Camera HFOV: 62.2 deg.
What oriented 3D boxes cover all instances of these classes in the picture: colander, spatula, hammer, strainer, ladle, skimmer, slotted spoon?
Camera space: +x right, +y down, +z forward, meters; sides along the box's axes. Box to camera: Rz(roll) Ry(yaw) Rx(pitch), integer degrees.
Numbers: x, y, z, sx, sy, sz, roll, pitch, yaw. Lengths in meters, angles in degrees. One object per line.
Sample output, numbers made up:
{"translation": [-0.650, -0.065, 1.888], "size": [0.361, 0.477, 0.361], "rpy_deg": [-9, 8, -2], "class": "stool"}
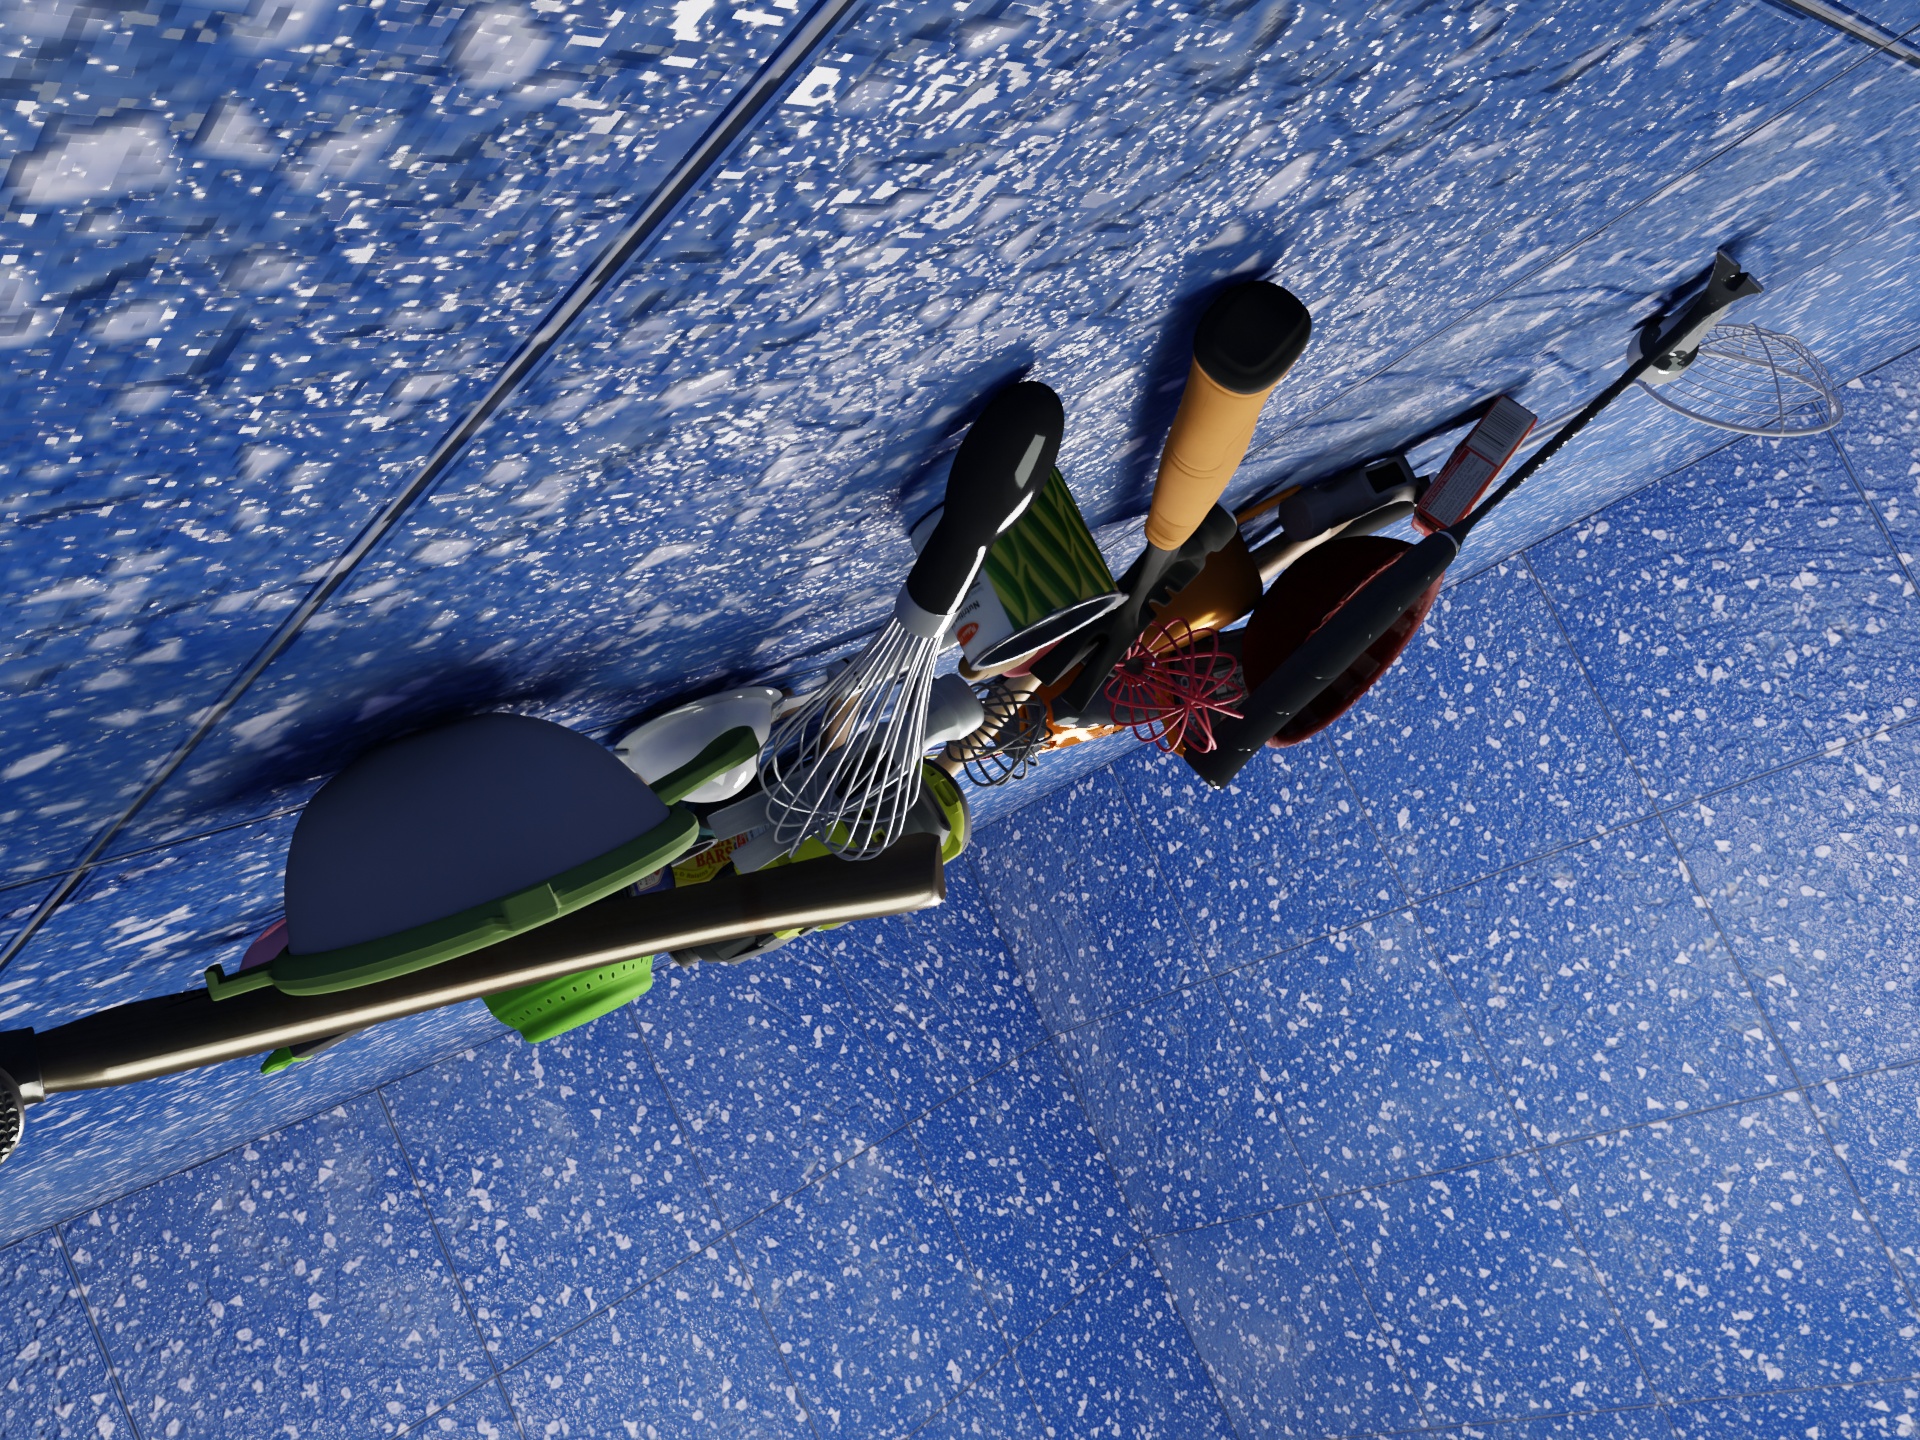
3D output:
{"translation": [-0.390, 0.235, 1.305], "size": [0.397, 0.094, 0.204], "rpy_deg": [-26, 174, 8], "class": "colander"}
{"translation": [-0.087, 0.009, 0.962], "size": [0.082, 0.044, 0.317], "rpy_deg": [-24, 169, -17], "class": "spatula"}
{"translation": [0.279, -0.106, 0.878], "size": [0.409, 0.036, 0.149], "rpy_deg": [-42, 171, -4], "class": "hammer"}
{"translation": [-0.153, 0.021, 0.601], "size": [0.151, 0.069, 0.256], "rpy_deg": [-15, -171, 26], "class": "strainer"}
{"translation": [-0.100, 0.038, 0.869], "size": [0.128, 0.033, 0.331], "rpy_deg": [-34, -174, -21], "class": "hammer"}
{"translation": [-0.191, 0.095, 0.645], "size": [0.410, 0.038, 0.146], "rpy_deg": [-9, -171, -32], "class": "hammer"}
{"translation": [-0.063, -0.015, 0.770], "size": [0.258, 0.050, 0.086], "rpy_deg": [-27, 167, -19], "class": "strainer"}
{"translation": [0.031, -0.038, 0.840], "size": [0.069, 0.031, 0.315], "rpy_deg": [-35, 179, 12], "class": "ladle"}
{"translation": [0.397, -0.166, 1.089], "size": [0.363, 0.090, 0.127], "rpy_deg": [-26, -154, 28], "class": "skimmer"}
{"translation": [0.086, -0.086, 0.651], "size": [0.127, 0.034, 0.336], "rpy_deg": [-48, 173, -6], "class": "hammer"}
{"translation": [-0.016, 0.039, 1.099], "size": [0.313, 0.031, 0.070], "rpy_deg": [-48, 168, 26], "class": "slotted spoon"}
{"translation": [0.204, -0.104, 1.113], "size": [0.130, 0.031, 0.331], "rpy_deg": [-22, 174, -25], "class": "hammer"}

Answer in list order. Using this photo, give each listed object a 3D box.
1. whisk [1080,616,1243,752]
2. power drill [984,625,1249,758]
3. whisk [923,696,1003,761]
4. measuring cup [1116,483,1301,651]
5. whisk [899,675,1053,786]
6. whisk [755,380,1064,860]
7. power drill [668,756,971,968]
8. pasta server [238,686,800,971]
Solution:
{"translation": [0.104, -0.030, 0.921], "size": [0.073, 0.073, 0.296], "rpy_deg": [-25, -171, -2], "class": "whisk"}
{"translation": [0.146, -0.021, 1.148], "size": [0.164, 0.084, 0.226], "rpy_deg": [-14, -174, -37], "class": "power drill"}
{"translation": [-0.040, 0.025, 1.184], "size": [0.245, 0.047, 0.051], "rpy_deg": [-17, 171, -36], "class": "whisk"}
{"translation": [0.163, -0.090, 0.963], "size": [0.095, 0.052, 0.173], "rpy_deg": [-22, 175, -27], "class": "measuring cup"}
{"translation": [-0.001, -0.002, 0.875], "size": [0.055, 0.055, 0.239], "rpy_deg": [-24, -168, -10], "class": "whisk"}
{"translation": [-0.023, -0.026, 0.594], "size": [0.070, 0.070, 0.284], "rpy_deg": [-21, 158, -32], "class": "whisk"}
{"translation": [-0.078, 0.085, 0.965], "size": [0.171, 0.080, 0.223], "rpy_deg": [-32, 176, 7], "class": "power drill"}
{"translation": [-0.222, 0.064, 0.800], "size": [0.316, 0.040, 0.060], "rpy_deg": [-26, -174, -4], "class": "pasta server"}
